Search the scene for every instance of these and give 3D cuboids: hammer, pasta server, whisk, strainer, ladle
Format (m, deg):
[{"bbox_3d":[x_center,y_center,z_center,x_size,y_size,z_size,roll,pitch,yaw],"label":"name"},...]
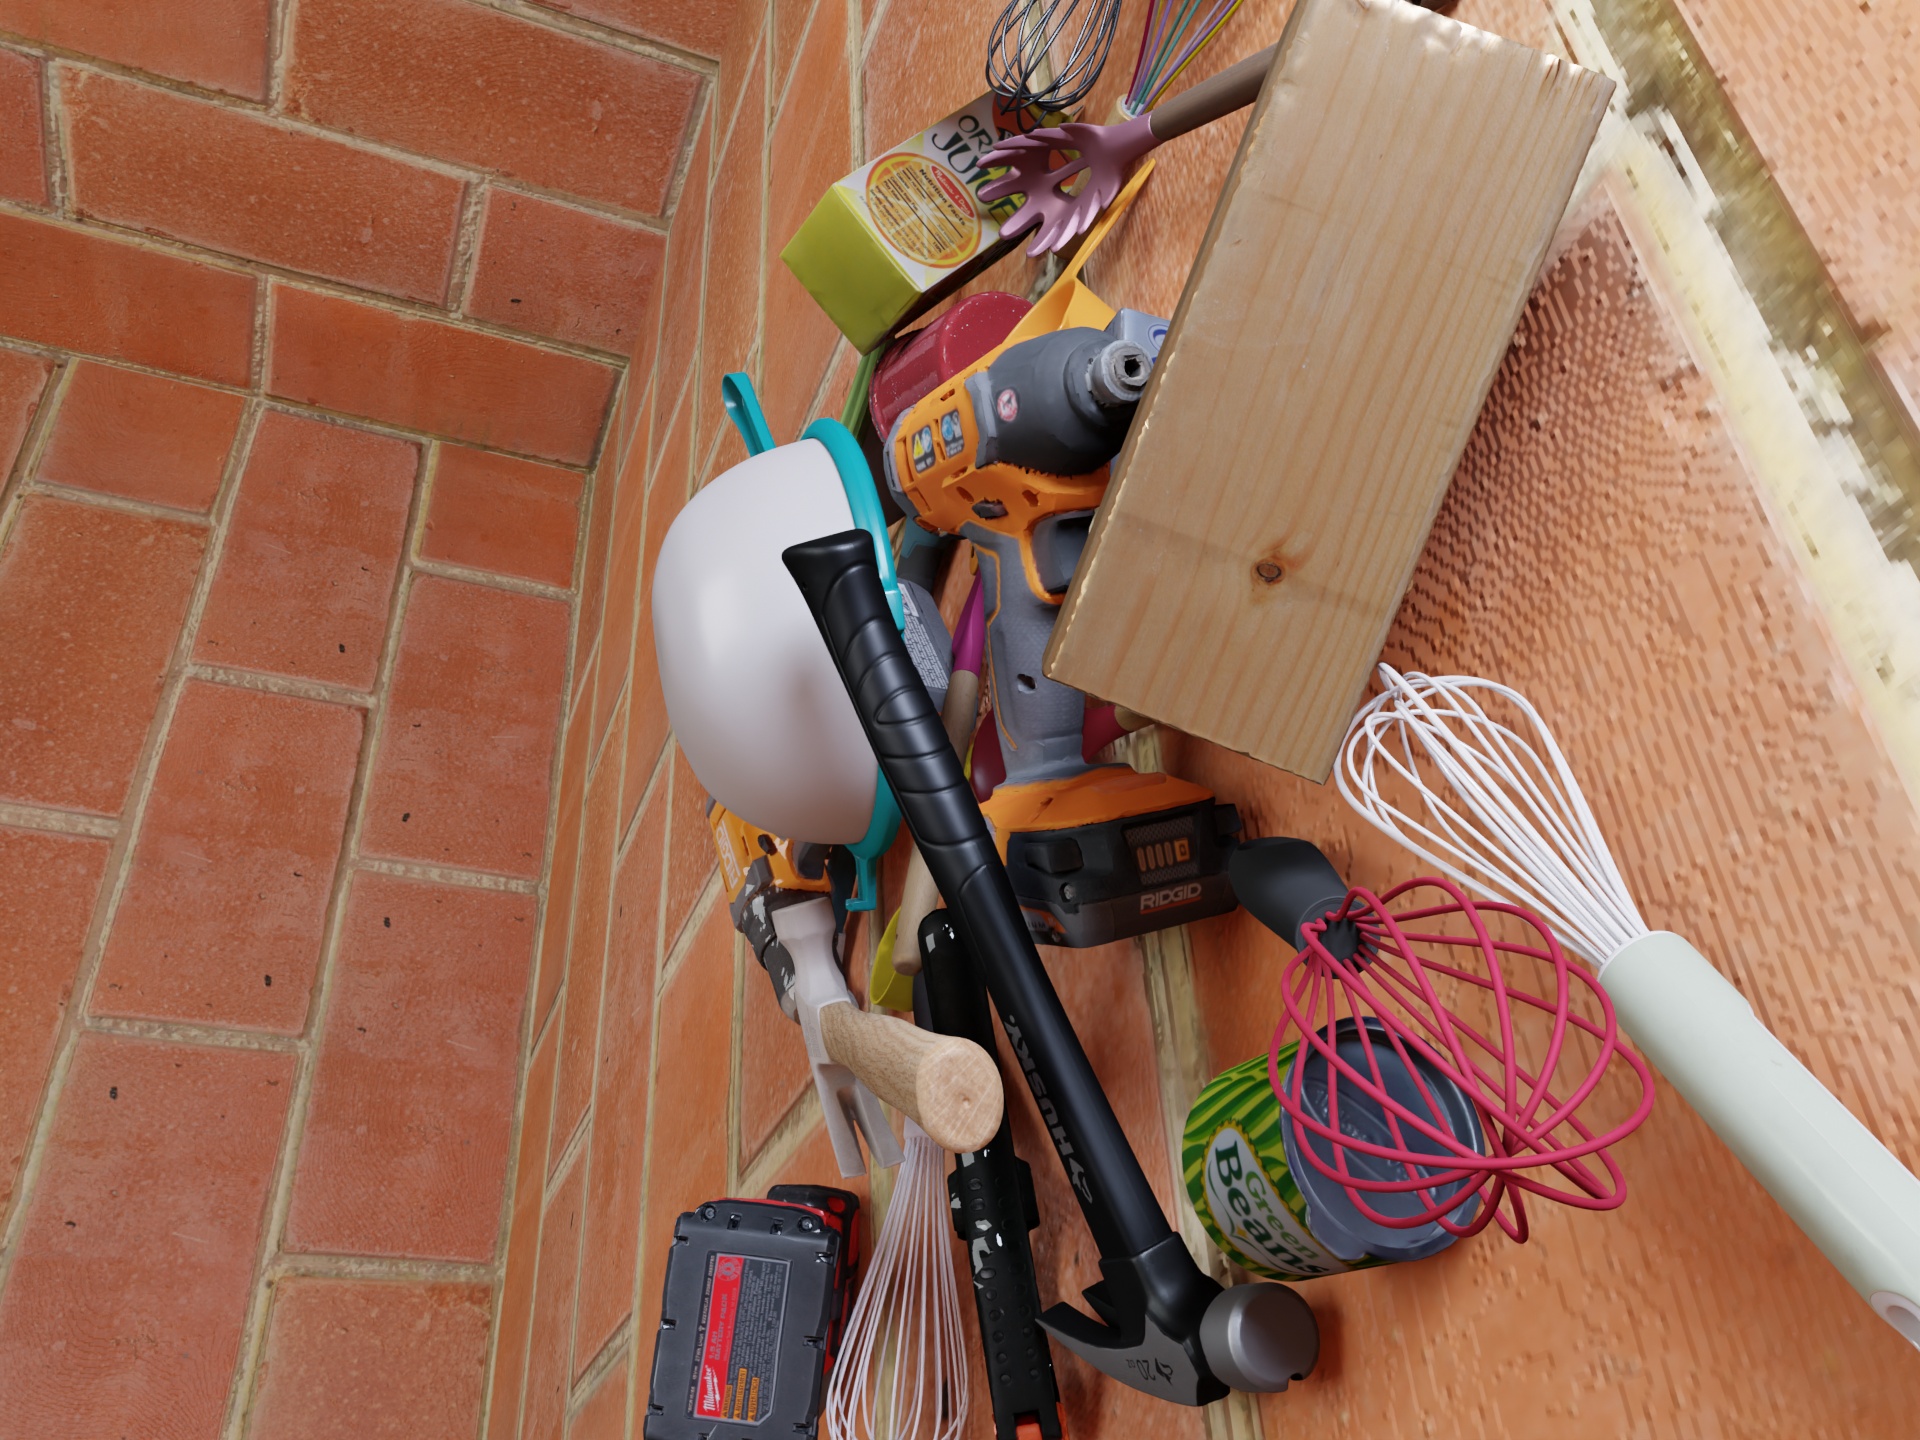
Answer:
[{"bbox_3d":[0.011,0.079,0.577,0.335,0.035,0.146,65,154,12],"label":"hammer"},{"bbox_3d":[0.098,-0.265,0.697,0.040,0.060,0.316,-38,19,-19],"label":"pasta server"},{"bbox_3d":[0.093,-0.317,0.773,0.245,0.047,0.051,125,168,-57],"label":"whisk"},{"bbox_3d":[-0.034,0.138,0.652,0.331,0.031,0.130,152,104,-76],"label":"hammer"},{"bbox_3d":[-0.058,0.025,1.022,0.128,0.033,0.331,-140,63,-67],"label":"hammer"},{"bbox_3d":[-0.114,-0.076,0.795,0.341,0.095,0.210,-114,23,-43],"label":"strainer"},{"bbox_3d":[0.103,0.061,0.419,0.296,0.073,0.073,-67,-11,-85],"label":"whisk"},{"bbox_3d":[0.079,-0.376,0.754,0.239,0.055,0.055,-61,15,-15],"label":"whisk"},{"bbox_3d":[-0.032,-0.226,1.052,0.151,0.069,0.256,137,151,-70],"label":"strainer"},{"bbox_3d":[-0.019,0.231,0.779,0.070,0.070,0.285,133,148,-56],"label":"whisk"},{"bbox_3d":[0.161,0.055,0.384,0.057,0.059,0.247,61,-179,-36],"label":"whisk"},{"bbox_3d":[0.082,-0.010,0.660,0.315,0.031,0.069,150,118,-62],"label":"ladle"}]

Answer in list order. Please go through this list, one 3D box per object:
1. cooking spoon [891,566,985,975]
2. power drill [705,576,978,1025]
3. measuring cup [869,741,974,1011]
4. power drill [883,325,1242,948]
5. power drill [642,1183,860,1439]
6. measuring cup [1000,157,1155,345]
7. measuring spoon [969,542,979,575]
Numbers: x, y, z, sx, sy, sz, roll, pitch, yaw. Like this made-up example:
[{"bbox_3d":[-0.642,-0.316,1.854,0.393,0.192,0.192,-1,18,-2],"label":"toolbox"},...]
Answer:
[{"bbox_3d":[-0.001,-0.003,0.807,0.068,0.017,0.319,115,171,-45],"label":"cooking spoon"},{"bbox_3d":[-0.074,0.049,0.927,0.226,0.084,0.186,-59,38,32],"label":"power drill"},{"bbox_3d":[-0.009,0.087,0.877,0.156,0.029,0.062,-68,13,-5],"label":"measuring cup"},{"bbox_3d":[0.040,-0.033,0.607,0.164,0.084,0.226,168,92,-66],"label":"power drill"},{"bbox_3d":[-0.095,0.314,0.821,0.219,0.078,0.143,79,-164,-74],"label":"power drill"},{"bbox_3d":[0.068,-0.198,0.782,0.174,0.052,0.095,-58,18,-15],"label":"measuring cup"},{"bbox_3d":[0.010,-0.142,0.951,0.021,0.011,0.117,148,130,-64],"label":"measuring spoon"}]
